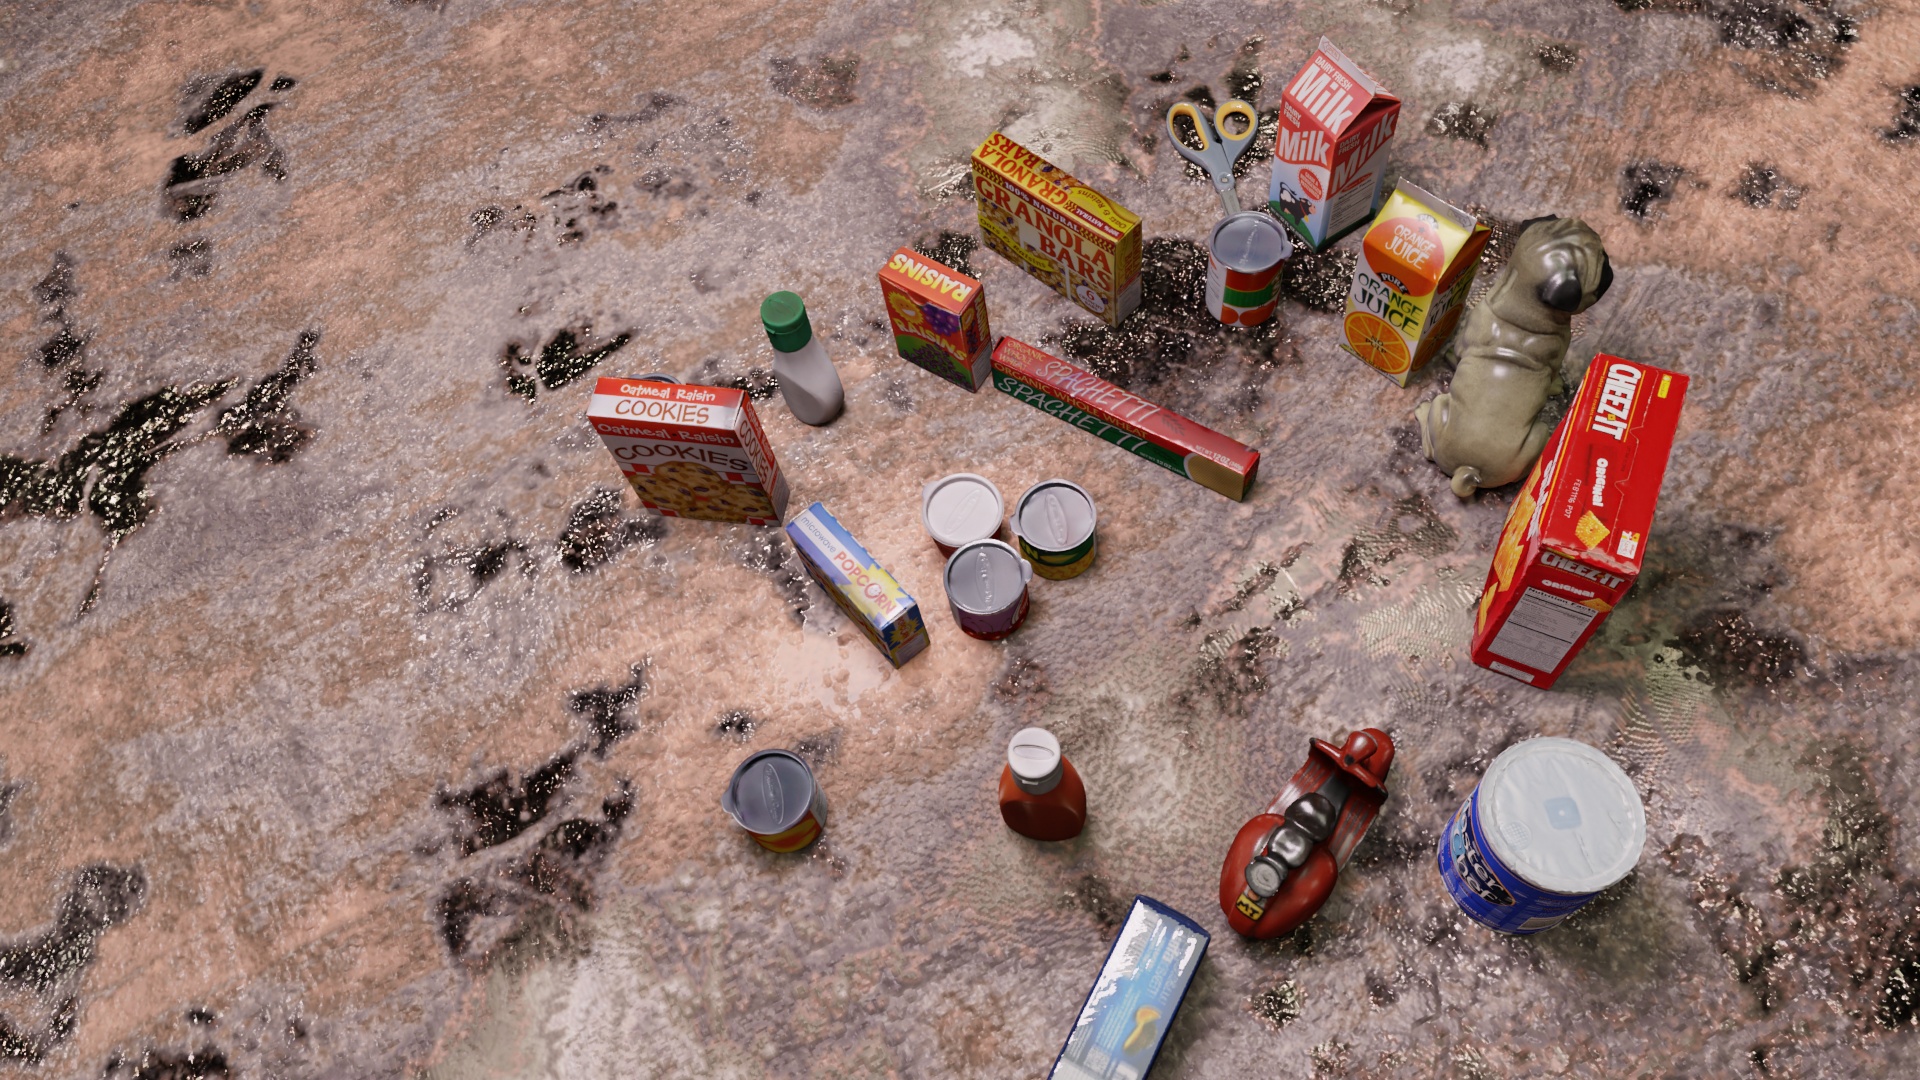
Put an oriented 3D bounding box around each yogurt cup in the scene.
[{"bbox_3d":[0.004,-0.014,1.155,0.072,0.053,0.072,-3,63,5],"label":"yogurt cup"}]

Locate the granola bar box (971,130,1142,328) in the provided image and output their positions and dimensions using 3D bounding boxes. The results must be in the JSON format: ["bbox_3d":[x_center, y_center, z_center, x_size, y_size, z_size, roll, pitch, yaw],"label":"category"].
[{"bbox_3d":[0.086,-0.276,1.242,0.166,0.123,0.039,37,73,22],"label":"granola bar box"}]

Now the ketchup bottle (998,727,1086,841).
[{"bbox_3d":[0.057,0.176,0.997,0.065,0.148,0.044,6,64,10],"label":"ketchup bottle"}]

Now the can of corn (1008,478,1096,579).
[{"bbox_3d":[0.077,-0.008,1.141,0.071,0.058,0.071,-3,63,5],"label":"can of corn"}]

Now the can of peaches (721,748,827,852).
[{"bbox_3d":[-0.140,0.199,1.058,0.071,0.057,0.071,-3,63,5],"label":"can of peaches"}]

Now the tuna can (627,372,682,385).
[{"bbox_3d":[-0.276,-0.117,1.251,0.071,0.032,0.071,-3,63,5],"label":"tuna can"}]

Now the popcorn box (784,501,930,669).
[{"bbox_3d":[-0.083,0.036,1.121,0.038,0.085,0.127,-40,65,-13],"label":"popcorn box"}]

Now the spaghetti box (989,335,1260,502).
[{"bbox_3d":[0.136,-0.106,1.189,0.250,0.050,0.029,27,69,19],"label":"spaghetti box"}]

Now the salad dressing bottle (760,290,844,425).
[{"bbox_3d":[-0.137,-0.155,1.191,0.064,0.147,0.044,33,71,20],"label":"salad dressing bottle"}]

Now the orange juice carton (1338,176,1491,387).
[{"bbox_3d":[0.373,-0.218,1.140,0.072,0.192,0.073,40,74,23],"label":"orange juice carton"}]

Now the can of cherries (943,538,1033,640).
[{"bbox_3d":[0.024,0.041,1.121,0.071,0.058,0.072,-3,63,5],"label":"can of cherries"}]

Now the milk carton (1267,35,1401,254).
[{"bbox_3d":[0.326,-0.349,1.215,0.073,0.189,0.072,-32,64,-10],"label":"milk carton"}]

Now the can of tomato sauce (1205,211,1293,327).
[{"bbox_3d":[0.253,-0.238,1.226,0.071,0.082,0.071,-3,63,5],"label":"can of tomato sauce"}]

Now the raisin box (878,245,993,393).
[{"bbox_3d":[-0.020,-0.191,1.210,0.086,0.123,0.040,30,70,19],"label":"raisin box"}]

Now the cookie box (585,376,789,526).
[{"bbox_3d":[-0.220,-0.071,1.145,0.123,0.166,0.040,6,64,9],"label":"cookie box"}]
